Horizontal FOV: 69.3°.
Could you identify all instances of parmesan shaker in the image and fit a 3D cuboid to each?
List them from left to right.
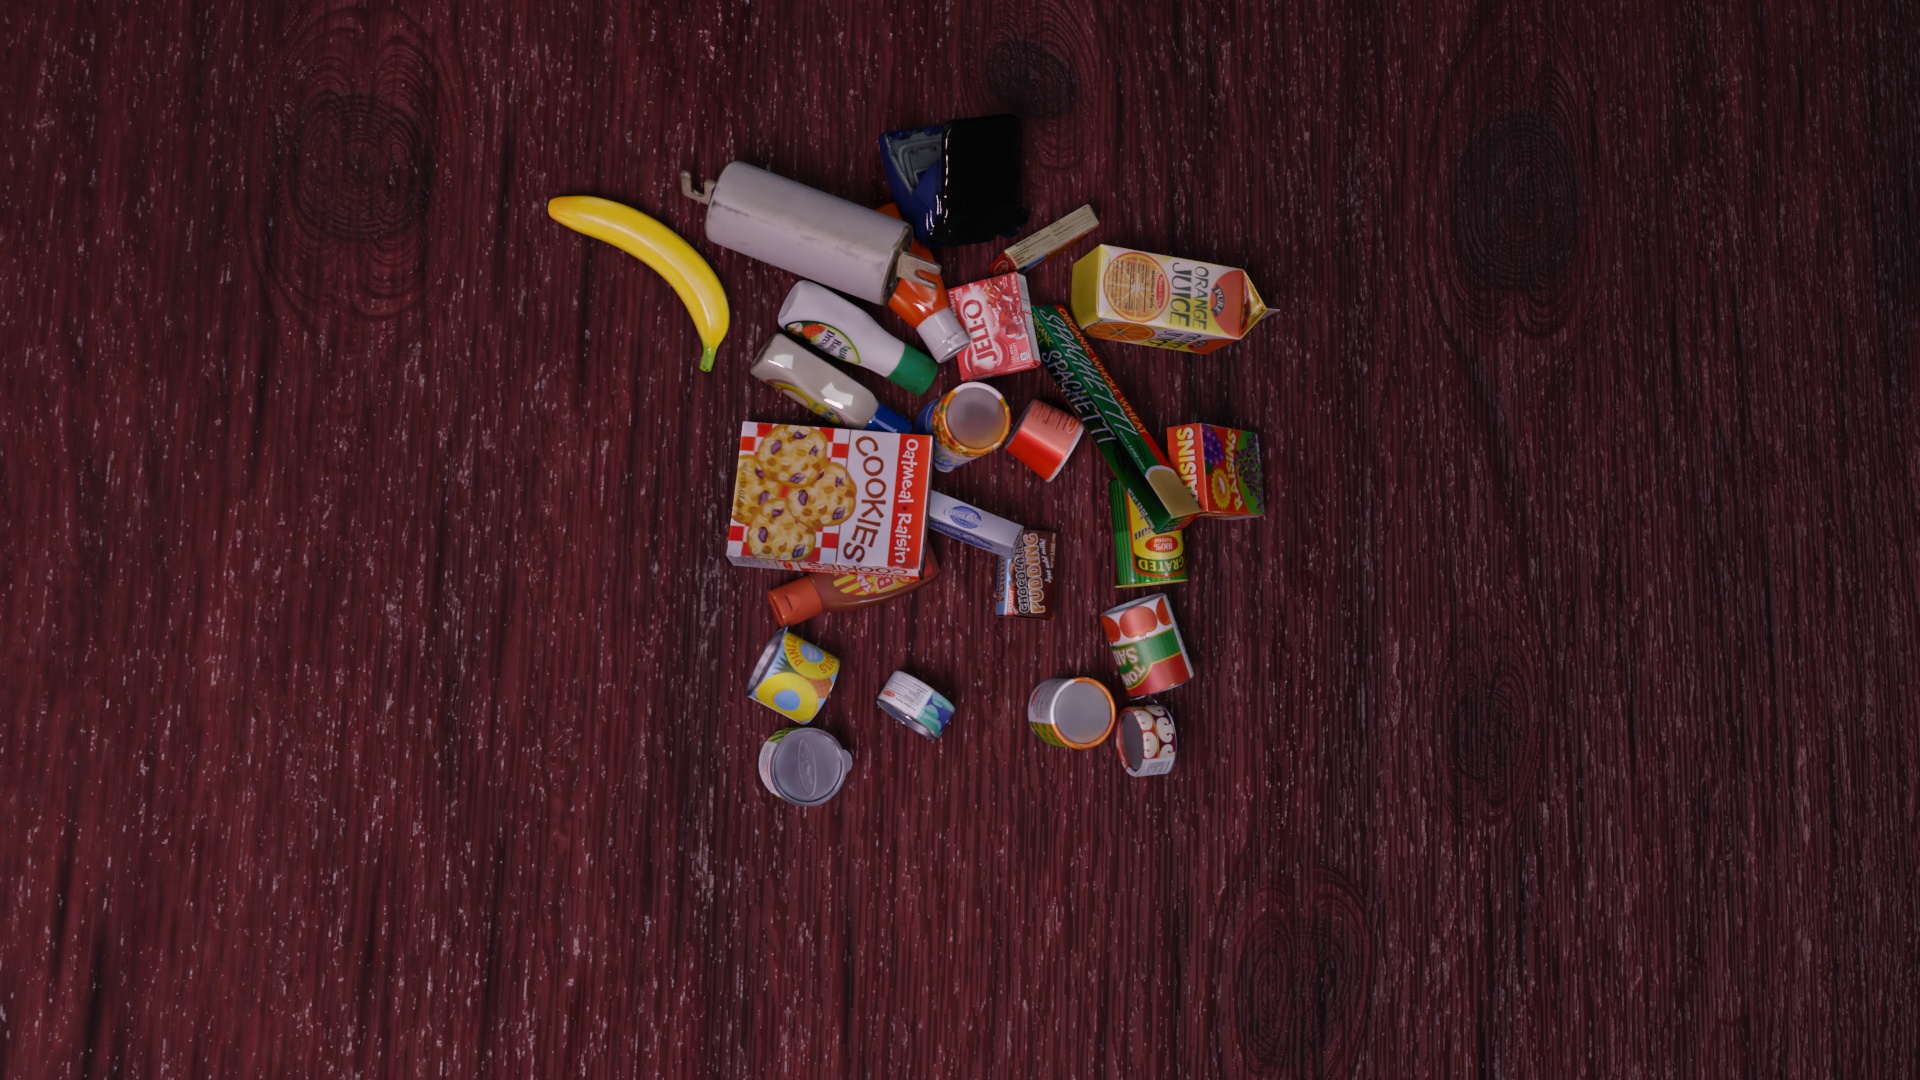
[{"bbox_3d":[0.175,-0.009,1.317,0.071,0.071,0.103,-5,86,-18],"label":"parmesan shaker"}]

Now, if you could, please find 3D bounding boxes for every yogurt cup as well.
[{"bbox_3d":[0.077,-0.096,1.297,0.054,0.072,0.072,30,76,-5],"label":"yogurt cup"}]

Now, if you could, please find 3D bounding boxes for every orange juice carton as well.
[{"bbox_3d":[0.209,-0.229,1.348,0.193,0.071,0.073,6,83,-17],"label":"orange juice carton"}]

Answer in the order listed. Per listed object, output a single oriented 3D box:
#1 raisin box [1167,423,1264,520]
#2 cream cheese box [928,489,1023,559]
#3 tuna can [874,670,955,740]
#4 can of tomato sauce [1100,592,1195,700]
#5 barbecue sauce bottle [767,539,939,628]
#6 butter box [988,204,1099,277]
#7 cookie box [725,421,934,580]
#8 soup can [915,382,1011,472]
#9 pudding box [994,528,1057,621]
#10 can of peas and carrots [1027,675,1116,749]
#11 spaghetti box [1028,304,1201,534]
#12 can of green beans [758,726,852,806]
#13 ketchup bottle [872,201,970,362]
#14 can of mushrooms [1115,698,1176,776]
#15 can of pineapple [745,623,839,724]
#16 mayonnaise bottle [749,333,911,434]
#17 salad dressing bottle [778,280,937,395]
[{"bbox_3d":[0.244,-0.065,1.328,0.123,0.040,0.086,1,84,-54],"label":"raisin box"},{"bbox_3d":[0.004,-0.016,1.253,0.104,0.053,0.024,22,77,5],"label":"cream cheese box"},{"bbox_3d":[-0.039,0.147,1.232,0.071,0.071,0.033,37,74,-11],"label":"tuna can"},{"bbox_3d":[0.174,0.099,1.305,0.071,0.071,0.083,-19,90,-19],"label":"can of tomato sauce"},{"bbox_3d":[-0.097,0.034,1.236,0.149,0.043,0.065,-23,87,-18],"label":"barbecue sauce bottle"},{"bbox_3d":[0.080,-0.280,1.322,0.104,0.053,0.024,-33,92,-19],"label":"butter box"},{"bbox_3d":[-0.111,-0.034,1.208,0.167,0.040,0.123,4,75,1],"label":"cookie box"},{"bbox_3d":[0.002,-0.102,1.261,0.071,0.083,0.071,2,85,-18],"label":"soup can"},{"bbox_3d":[0.060,0.031,1.294,0.050,0.030,0.084,6,82,-16],"label":"pudding box"},{"bbox_3d":[0.105,0.159,1.280,0.071,0.058,0.071,2,84,-18],"label":"can of peas and carrots"},{"bbox_3d":[0.134,-0.116,1.281,0.050,0.028,0.250,-11,64,-48],"label":"spaghetti box"},{"bbox_3d":[-0.137,0.194,1.198,0.071,0.057,0.071,2,84,-18],"label":"can of green beans"},{"bbox_3d":[-0.045,-0.234,1.271,0.065,0.043,0.149,-31,86,-15],"label":"ketchup bottle"},{"bbox_3d":[0.172,0.184,1.296,0.033,0.071,0.071,-4,86,-17],"label":"can of mushrooms"},{"bbox_3d":[-0.144,0.116,1.198,0.058,0.071,0.071,30,76,-14],"label":"can of pineapple"},{"bbox_3d":[-0.114,-0.129,1.239,0.148,0.064,0.041,32,75,-16],"label":"mayonnaise bottle"},{"bbox_3d":[-0.090,-0.180,1.254,0.147,0.064,0.044,27,67,-21],"label":"salad dressing bottle"}]
